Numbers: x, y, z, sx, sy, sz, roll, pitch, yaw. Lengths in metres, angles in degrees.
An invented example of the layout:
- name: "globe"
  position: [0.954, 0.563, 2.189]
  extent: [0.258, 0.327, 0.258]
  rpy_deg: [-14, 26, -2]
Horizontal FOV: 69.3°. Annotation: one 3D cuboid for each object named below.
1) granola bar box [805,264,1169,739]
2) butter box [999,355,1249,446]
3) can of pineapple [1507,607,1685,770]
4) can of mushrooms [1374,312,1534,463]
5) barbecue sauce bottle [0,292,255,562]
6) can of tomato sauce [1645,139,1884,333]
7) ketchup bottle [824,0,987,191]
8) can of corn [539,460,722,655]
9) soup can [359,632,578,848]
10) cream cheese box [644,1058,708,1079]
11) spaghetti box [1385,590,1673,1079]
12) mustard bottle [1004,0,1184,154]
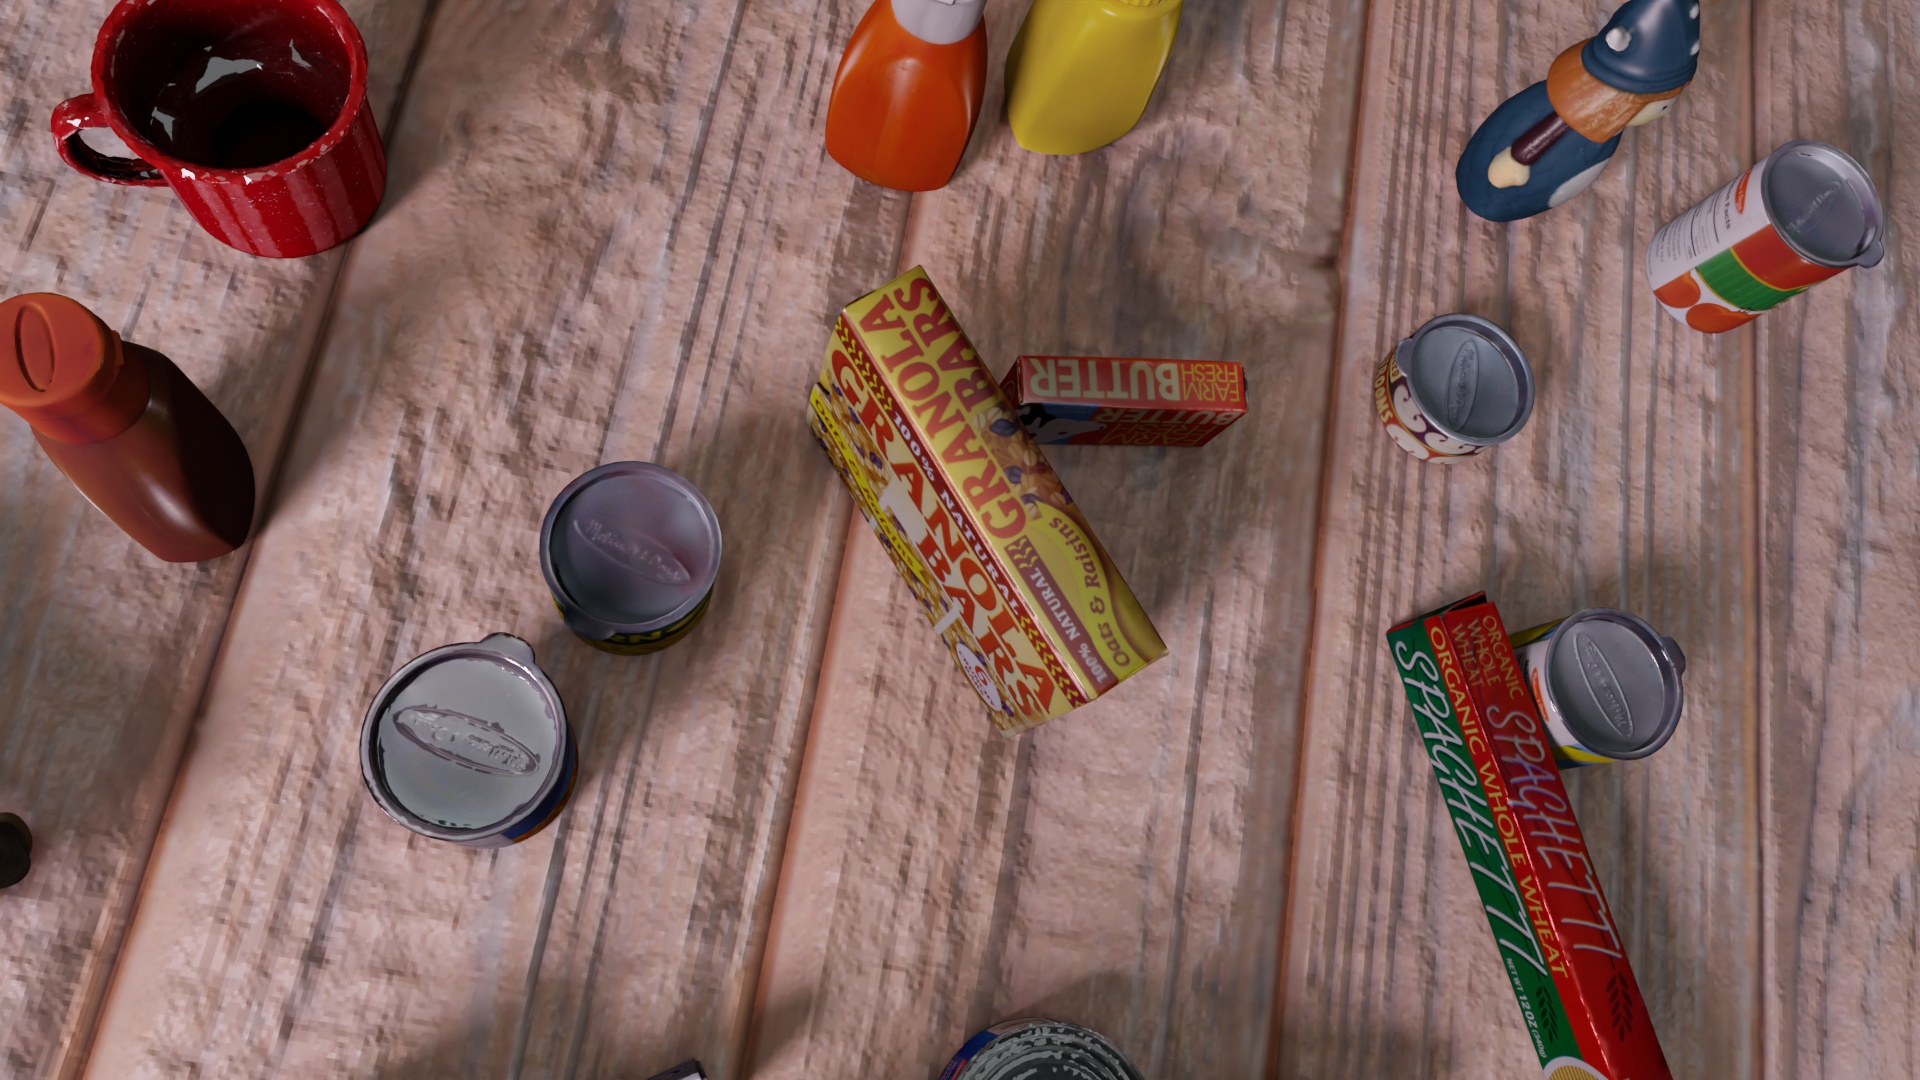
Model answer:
- name: "granola bar box"
  position: [0.002, -0.007, 0.541]
  extent: [0.039, 0.124, 0.165]
  rpy_deg: [-30, 84, -18]
- name: "butter box"
  position: [0.068, -0.060, 0.608]
  extent: [0.104, 0.053, 0.024]
  rpy_deg: [0, 76, -13]
- name: "can of pineapple"
  position: [0.274, 0.067, 0.617]
  extent: [0.071, 0.057, 0.071]
  rpy_deg: [3, 75, -12]
- name: "can of mushrooms"
  position: [0.231, -0.072, 0.657]
  extent: [0.071, 0.033, 0.071]
  rpy_deg: [3, 75, -12]
- name: "barbecue sauce bottle"
  position: [-0.283, -0.038, 0.473]
  extent: [0.044, 0.148, 0.065]
  rpy_deg: [-12, 79, -15]
- name: "can of tomato sauce"
  position: [0.397, -0.147, 0.688]
  extent: [0.071, 0.083, 0.071]
  rpy_deg: [3, 75, -12]
- name: "ketchup bottle"
  position: [-0.017, -0.200, 0.576]
  extent: [0.065, 0.148, 0.043]
  rpy_deg: [15, 73, -8]
- name: "can of corn"
  position: [-0.129, 0.011, 0.542]
  extent: [0.071, 0.058, 0.071]
  rpy_deg: [3, 75, -12]
- name: "soup can"
  position: [-0.172, 0.074, 0.502]
  extent: [0.071, 0.083, 0.071]
  rpy_deg: [3, 75, -12]
- name: "cream cheese box"
  position: [-0.136, 0.216, 0.487]
  extent: [0.104, 0.053, 0.024]
  rpy_deg: [-20, 81, -17]
- name: "spaghetti box"
  position: [0.246, 0.147, 0.593]
  extent: [0.029, 0.050, 0.250]
  rpy_deg: [-14, 79, -15]
- name: "mustard bottle"
  position: [0.063, -0.223, 0.594]
  extent: [0.065, 0.159, 0.049]
  rpy_deg: [-7, 77, -14]
